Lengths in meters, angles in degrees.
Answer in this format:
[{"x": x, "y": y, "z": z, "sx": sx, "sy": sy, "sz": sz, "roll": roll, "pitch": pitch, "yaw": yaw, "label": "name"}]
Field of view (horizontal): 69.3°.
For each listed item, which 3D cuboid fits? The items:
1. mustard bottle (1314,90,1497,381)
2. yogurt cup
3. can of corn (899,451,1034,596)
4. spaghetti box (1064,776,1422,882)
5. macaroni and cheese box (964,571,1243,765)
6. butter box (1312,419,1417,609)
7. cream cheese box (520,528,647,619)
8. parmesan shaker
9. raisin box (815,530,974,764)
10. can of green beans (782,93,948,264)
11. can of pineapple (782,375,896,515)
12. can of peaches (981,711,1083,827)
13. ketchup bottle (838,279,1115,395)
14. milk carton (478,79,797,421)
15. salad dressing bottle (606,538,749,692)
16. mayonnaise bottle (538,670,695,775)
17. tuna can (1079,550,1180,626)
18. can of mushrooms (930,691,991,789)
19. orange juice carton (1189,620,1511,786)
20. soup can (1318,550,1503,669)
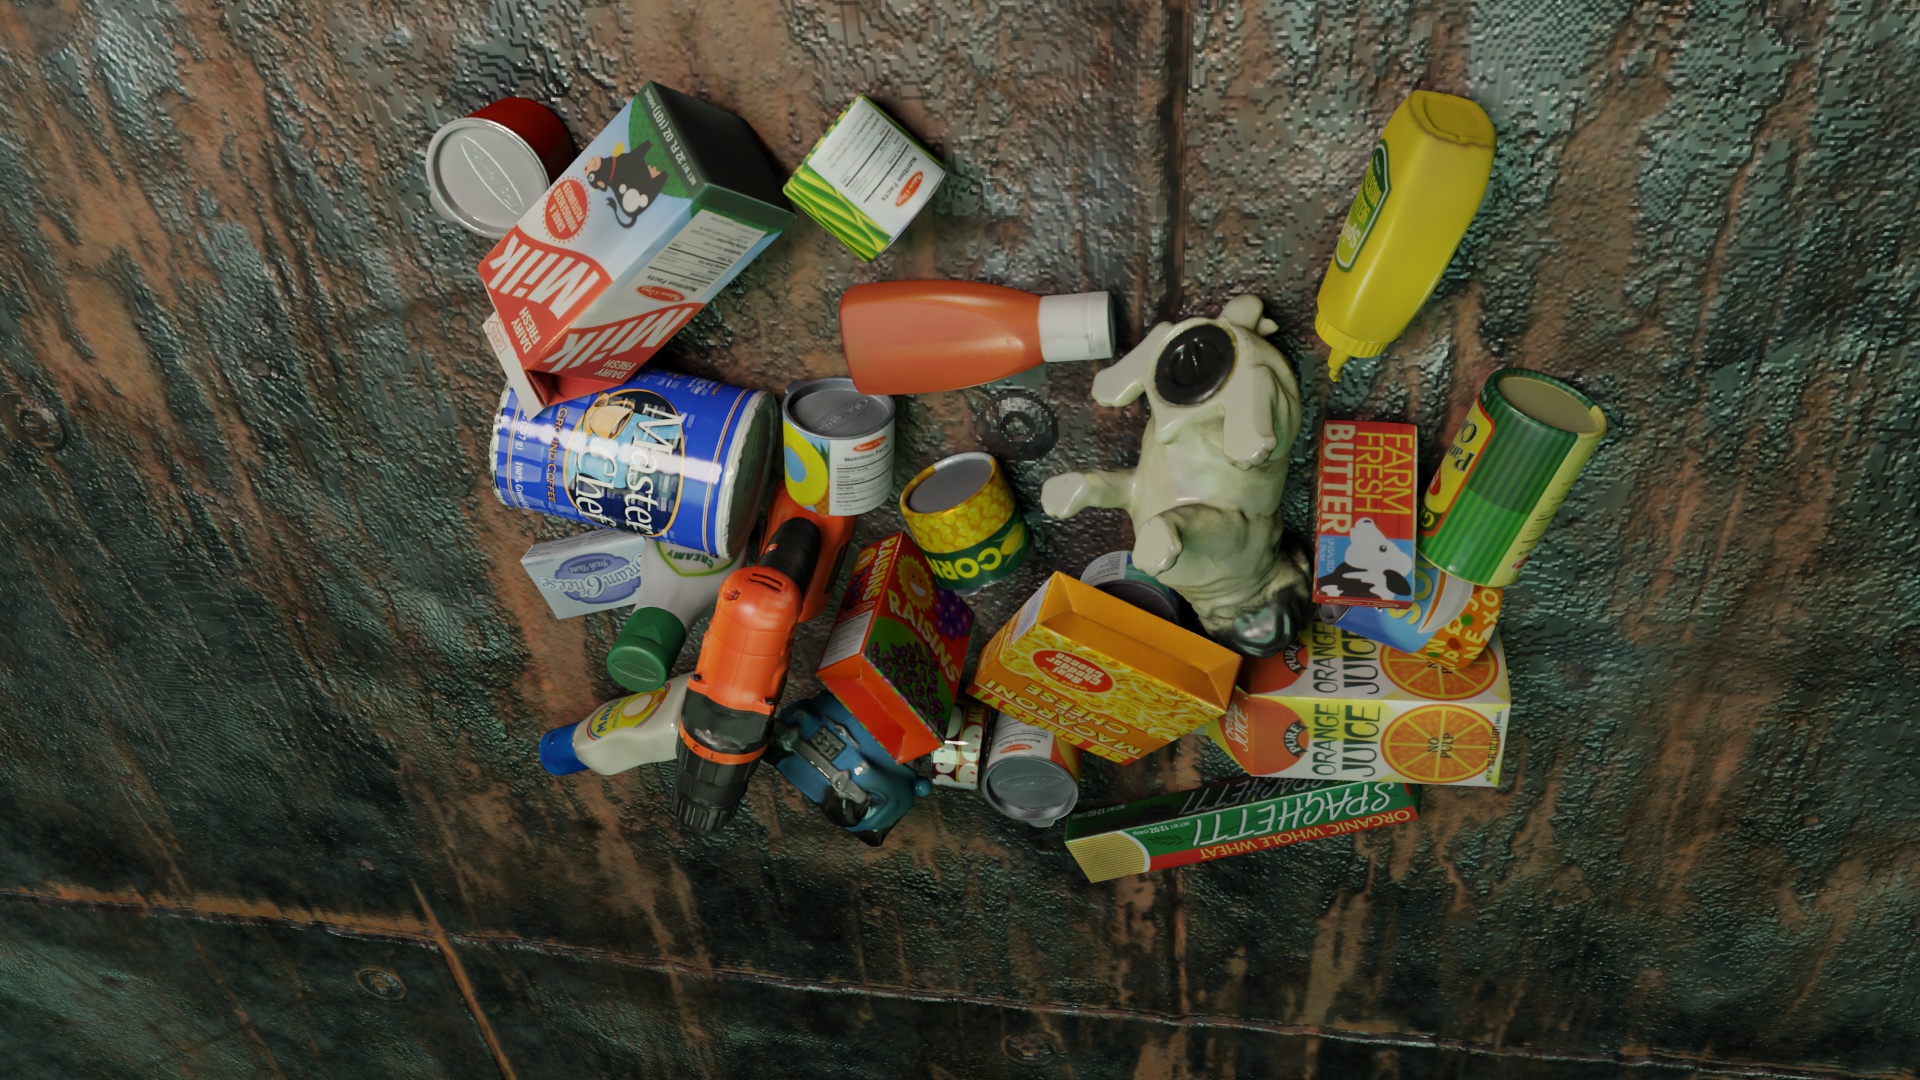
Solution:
[{"x": 0.214, "y": -0.141, "z": 0.697, "sx": 0.049, "sy": 0.066, "sz": 0.159, "roll": 13, "pitch": 133, "yaw": -3, "label": "mustard bottle"}, {"x": -0.245, "y": -0.204, "z": 0.751, "sx": 0.072, "sy": 0.054, "sz": 0.072, "roll": 6, "pitch": 128, "yaw": 8, "label": "yogurt cup"}, {"x": 0.003, "y": -0.010, "z": 0.837, "sx": 0.071, "sy": 0.071, "sz": 0.058, "roll": -14, "pitch": 122, "yaw": 21, "label": "can of corn"}, {"x": 0.195, "y": 0.195, "z": 0.982, "sx": 0.249, "sy": 0.029, "sz": 0.050, "roll": -17, "pitch": 122, "yaw": 24, "label": "spaghetti box"}, {"x": 0.083, "y": 0.086, "z": 0.867, "sx": 0.124, "sy": 0.040, "sz": 0.165, "roll": 25, "pitch": 155, "yaw": -5, "label": "macaroni and cheese box"}, {"x": 0.225, "y": -0.015, "z": 0.773, "sx": 0.053, "sy": 0.104, "sz": 0.024, "roll": 3, "pitch": 165, "yaw": 10, "label": "butter box"}, {"x": -0.241, "y": 0.019, "z": 0.942, "sx": 0.103, "sy": 0.024, "sz": 0.053, "roll": -12, "pitch": 124, "yaw": 20, "label": "cream cheese box"}, {"x": 0.298, "y": -0.036, "z": 0.759, "sx": 0.071, "sy": 0.072, "sz": 0.102, "roll": 16, "pitch": 126, "yaw": 0, "label": "parmesan shaker"}, {"x": -0.038, "y": 0.065, "z": 0.870, "sx": 0.040, "sy": 0.124, "sz": 0.086, "roll": -26, "pitch": 118, "yaw": 28, "label": "raisin box"}, {"x": -0.049, "y": -0.186, "z": 0.716, "sx": 0.058, "sy": 0.071, "sz": 0.071, "roll": 39, "pitch": 125, "yaw": -17, "label": "can of green beans"}, {"x": -0.072, "y": -0.057, "z": 0.822, "sx": 0.071, "sy": 0.071, "sz": 0.057, "roll": 9, "pitch": 129, "yaw": 6, "label": "can of pineapple"}, {"x": 0.052, "y": 0.153, "z": 0.962, "sx": 0.071, "sy": 0.058, "sz": 0.070, "roll": 5, "pitch": 128, "yaw": 7, "label": "can of peaches"}, {"x": 0.010, "y": -0.115, "z": 0.772, "sx": 0.149, "sy": 0.044, "sz": 0.064, "roll": -2, "pitch": 127, "yaw": 13, "label": "ketchup bottle"}, {"x": -0.186, "y": -0.146, "z": 0.740, "sx": 0.190, "sy": 0.073, "sz": 0.072, "roll": -38, "pitch": 70, "yaw": 24, "label": "milk carton"}, {"x": -0.175, "y": 0.031, "z": 0.858, "sx": 0.064, "sy": 0.148, "sz": 0.043, "roll": 21, "pitch": 129, "yaw": -4, "label": "salad dressing bottle"}, {"x": -0.244, "y": 0.140, "z": 1.014, "sx": 0.148, "sy": 0.065, "sz": 0.041, "roll": -19, "pitch": 122, "yaw": 28, "label": "mayonnaise bottle"}, {"x": 0.108, "y": 0.042, "z": 0.879, "sx": 0.071, "sy": 0.033, "sz": 0.070, "roll": 6, "pitch": 128, "yaw": 8, "label": "tuna can"}, {"x": 0.001, "y": 0.134, "z": 0.954, "sx": 0.033, "sy": 0.071, "sz": 0.070, "roll": 7, "pitch": 128, "yaw": 7, "label": "can of mushrooms"}, {"x": 0.237, "y": 0.100, "z": 0.871, "sx": 0.193, "sy": 0.073, "sz": 0.071, "roll": 1, "pitch": 128, "yaw": 12, "label": "orange juice carton"}, {"x": 0.265, "y": 0.031, "z": 0.815, "sx": 0.084, "sy": 0.072, "sz": 0.071, "roll": 20, "pitch": 129, "yaw": -4, "label": "soup can"}]
